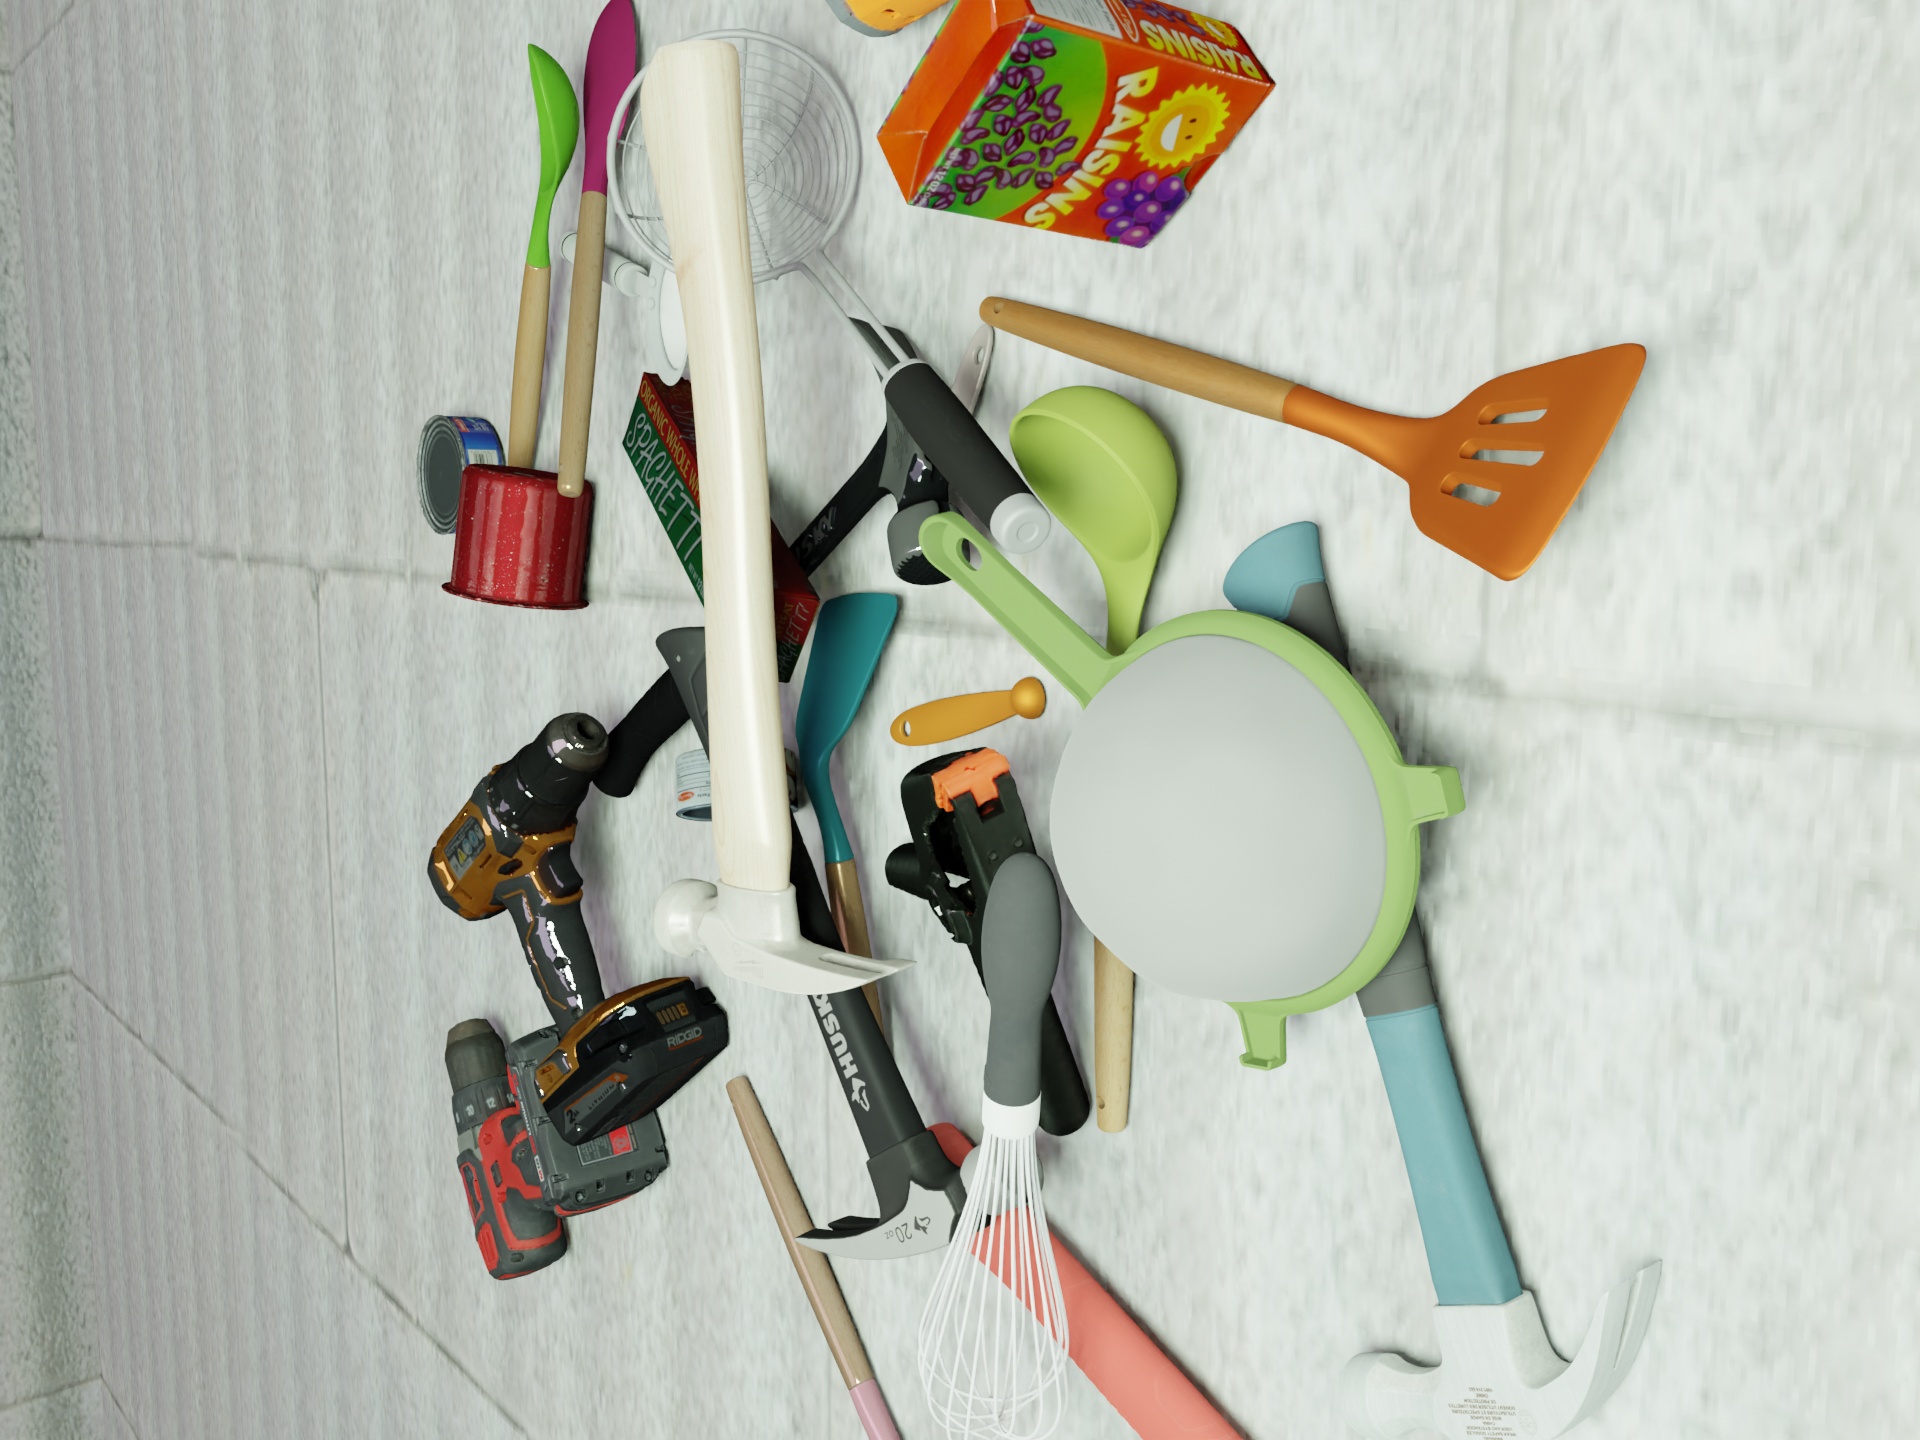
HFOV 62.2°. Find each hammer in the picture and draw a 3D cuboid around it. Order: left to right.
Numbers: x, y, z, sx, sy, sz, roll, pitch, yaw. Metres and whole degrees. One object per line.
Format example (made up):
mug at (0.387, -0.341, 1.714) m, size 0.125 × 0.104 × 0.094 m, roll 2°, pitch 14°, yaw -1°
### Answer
hammer at (-0.122, -0.056, 0.870) m, size 0.409 × 0.036 × 0.149 m, roll -38°, pitch 54°, yaw 48°
hammer at (-0.093, -0.082, 0.701) m, size 0.146 × 0.038 × 0.410 m, roll 6°, pitch 103°, yaw 41°
hammer at (-0.079, 0.098, 0.777) m, size 0.146 × 0.035 × 0.335 m, roll -39°, pitch 68°, yaw 39°
hammer at (0.093, 0.287, 0.664) m, size 0.359 × 0.036 × 0.149 m, roll 39°, pitch 123°, yaw 40°
hammer at (0.153, 0.091, 0.571) m, size 0.128 × 0.033 × 0.331 m, roll -25°, pitch 76°, yaw 50°

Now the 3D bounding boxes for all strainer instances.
strainer at (-0.187, -0.257, 0.930) m, size 0.259 × 0.050 × 0.086 m, roll 38°, pitch 125°, yaw 47°
strainer at (0.048, 0.006, 0.586) m, size 0.257 × 0.069 × 0.151 m, roll 47°, pitch 133°, yaw 28°

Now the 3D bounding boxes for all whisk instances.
whisk at (0.018, 0.182, 0.634) m, size 0.070 × 0.070 × 0.284 m, roll 26°, pitch 122°, yaw 45°

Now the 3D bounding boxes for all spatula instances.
spatula at (-0.048, 0.095, 0.819) m, size 0.082 × 0.044 × 0.317 m, roll 2°, pitch 102°, yaw 57°
spatula at (0.103, -0.129, 0.597) m, size 0.323 × 0.041 × 0.081 m, roll 32°, pitch 94°, yaw 45°

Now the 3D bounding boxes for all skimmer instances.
skimmer at (-0.061, -0.198, 0.705) m, size 0.127 × 0.090 × 0.364 m, roll -36°, pitch 47°, yaw 3°

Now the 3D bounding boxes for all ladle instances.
ladle at (0.055, 0.024, 0.664) m, size 0.078 × 0.062 × 0.320 m, roll 17°, pitch 110°, yaw 57°

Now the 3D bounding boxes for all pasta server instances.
pasta server at (-0.072, 0.339, 0.867) m, size 0.316 × 0.040 × 0.060 m, roll 62°, pitch 146°, yaw 26°

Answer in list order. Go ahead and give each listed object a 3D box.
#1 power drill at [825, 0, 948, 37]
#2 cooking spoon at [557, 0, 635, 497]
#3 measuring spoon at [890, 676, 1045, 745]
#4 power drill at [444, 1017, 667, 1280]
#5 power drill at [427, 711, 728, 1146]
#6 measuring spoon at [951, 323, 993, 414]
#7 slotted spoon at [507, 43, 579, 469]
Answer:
power drill at (-0.007, -0.428, 0.664) m, size 0.164 × 0.084 × 0.226 m, roll -3°, pitch 96°, yaw 49°
cooking spoon at (-0.216, -0.283, 0.929) m, size 0.069 × 0.017 × 0.319 m, roll -15°, pitch 69°, yaw 52°
measuring spoon at (-0.001, -0.002, 0.760) m, size 0.117 × 0.011 × 0.021 m, roll -14°, pitch 84°, yaw 50°
power drill at (-0.297, 0.274, 1.102) m, size 0.226 × 0.080 × 0.188 m, roll -42°, pitch 63°, yaw 48°
power drill at (-0.231, 0.121, 0.971) m, size 0.185 × 0.084 × 0.226 m, roll -44°, pitch 70°, yaw 37°
measuring spoon at (-0.001, -0.124, 0.747) m, size 0.034 × 0.018 × 0.124 m, roll 40°, pitch 117°, yaw 51°
slotted spoon at (-0.270, -0.269, 1.010) m, size 0.070 × 0.031 × 0.313 m, roll -116°, pitch 33°, yaw -41°
